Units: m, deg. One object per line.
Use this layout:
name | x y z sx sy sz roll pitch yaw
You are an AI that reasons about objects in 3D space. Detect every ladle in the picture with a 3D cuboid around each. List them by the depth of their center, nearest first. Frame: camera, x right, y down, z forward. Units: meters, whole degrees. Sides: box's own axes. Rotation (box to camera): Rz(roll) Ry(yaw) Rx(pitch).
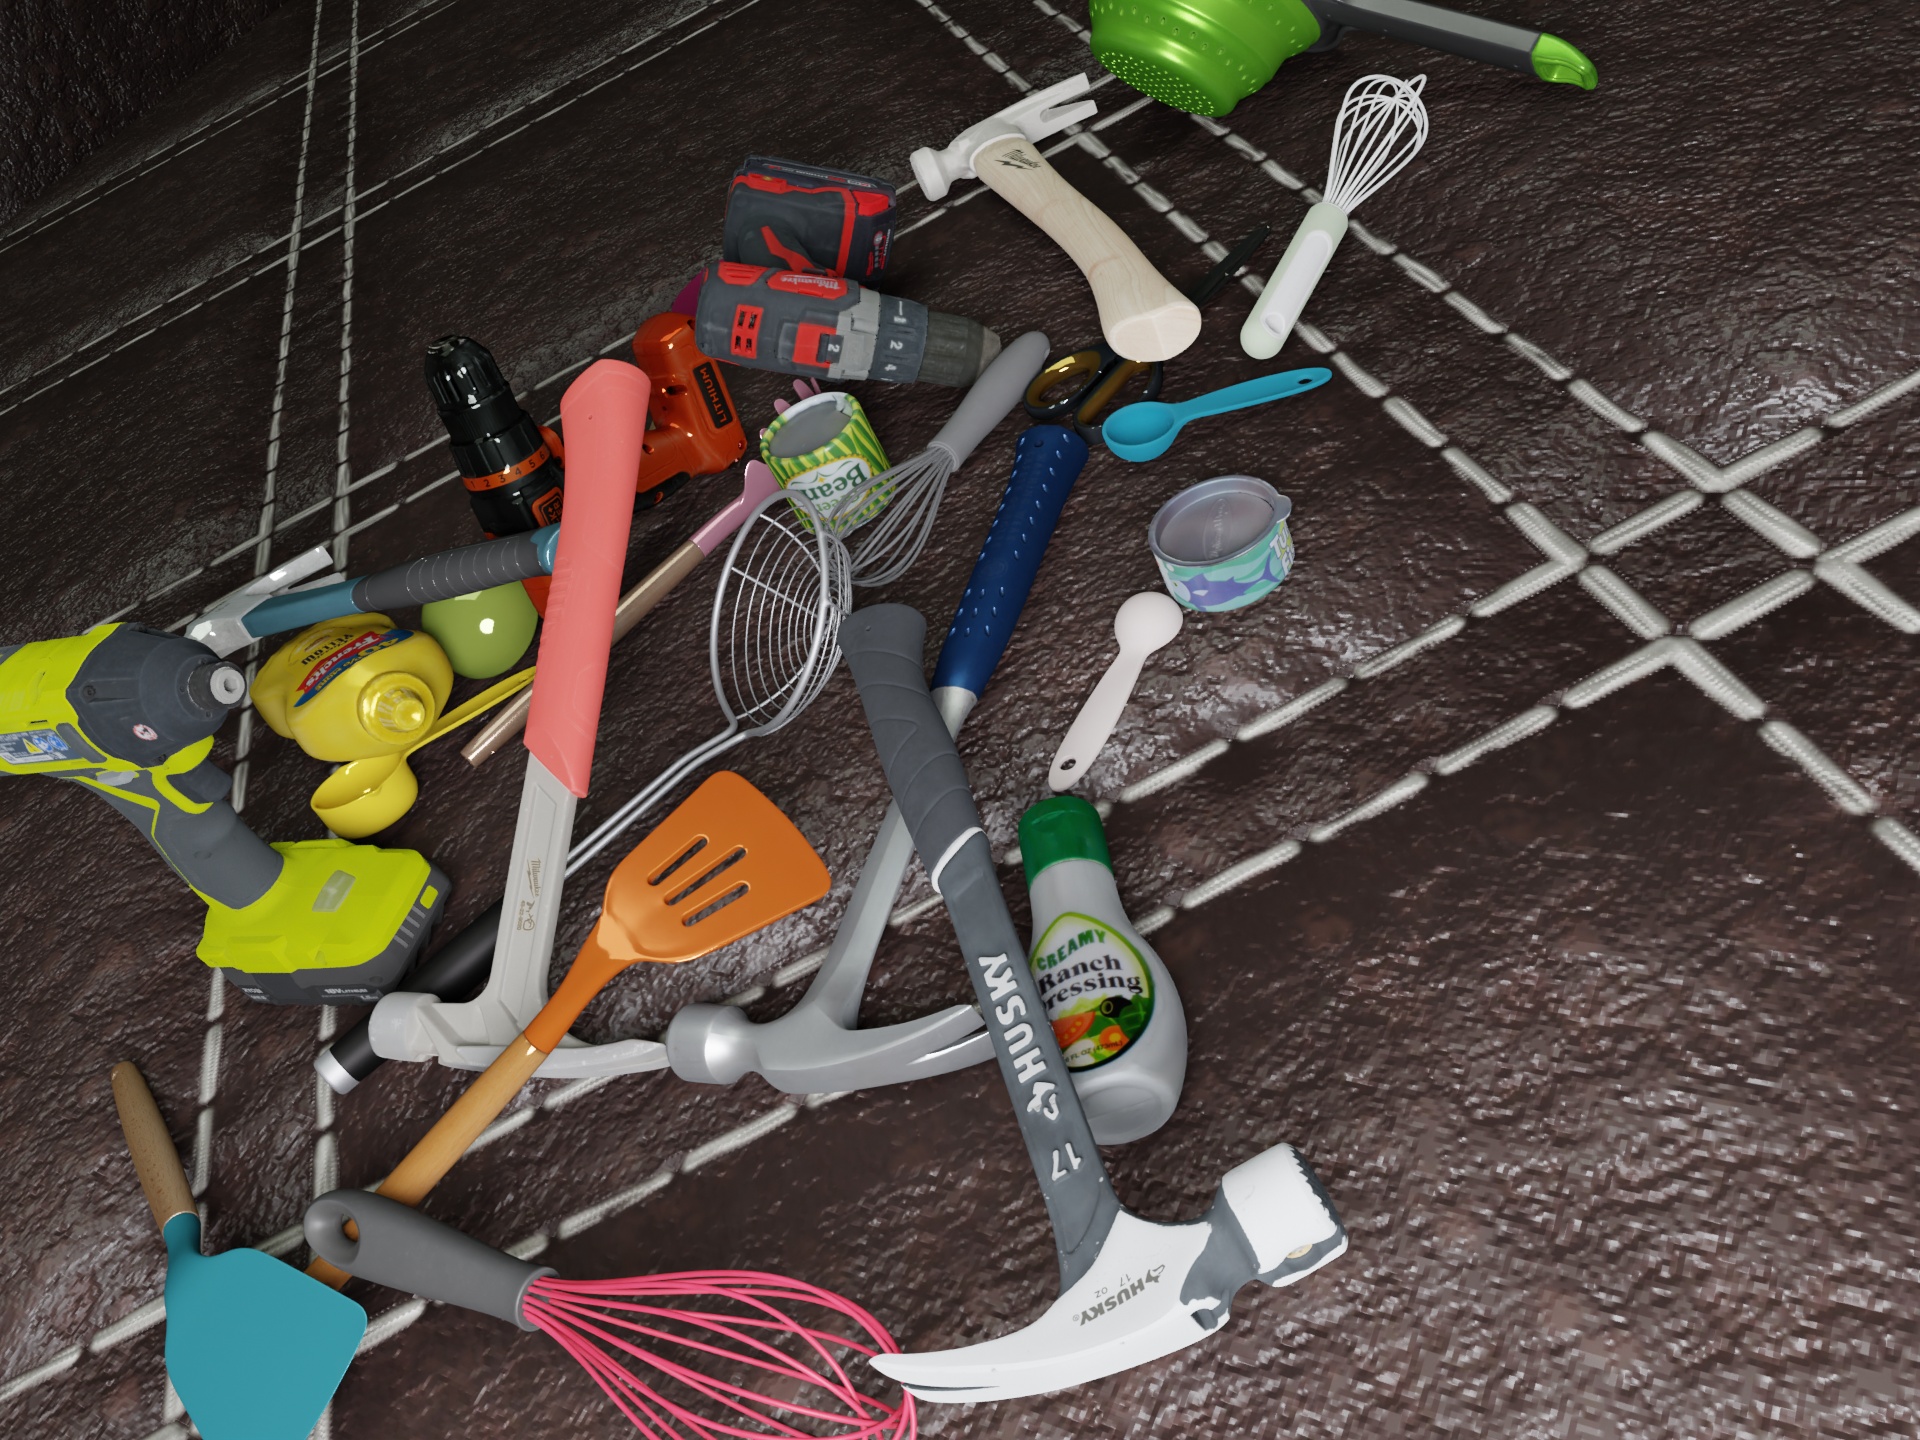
ladle | -0.277 -0.146 1.080 0.078 0.062 0.320 -8 38 20

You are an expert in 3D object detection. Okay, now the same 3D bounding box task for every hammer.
hammer | 0.001 0.072 0.625 0.149 0.036 0.409 -32 37 7
hammer | -0.001 -0.002 0.765 0.144 0.035 0.406 -3 47 28
hammer | -0.181 -0.012 0.767 0.149 0.036 0.359 -1 69 17
hammer | -0.338 -0.076 0.932 0.331 0.033 0.128 -8 30 30
hammer | 0.079 -0.337 1.052 0.146 0.038 0.411 -26 37 2

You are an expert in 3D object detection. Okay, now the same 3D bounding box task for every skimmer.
skimmer | -0.191 0.031 0.796 0.363 0.090 0.127 -43 32 -15

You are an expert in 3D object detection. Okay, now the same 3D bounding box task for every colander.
colander | 0.216 -0.445 1.053 0.397 0.204 0.094 31 102 30

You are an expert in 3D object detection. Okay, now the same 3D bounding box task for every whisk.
whisk | -0.140 0.217 0.584 0.296 0.073 0.073 6 51 30
whisk | -0.010 -0.157 0.925 0.055 0.055 0.239 9 50 37
whisk | 0.222 -0.302 0.942 0.246 0.057 0.059 -59 14 -25

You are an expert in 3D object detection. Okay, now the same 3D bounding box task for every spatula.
spatula | -0.190 0.156 0.675 0.322 0.041 0.081 -48 63 1
spatula | -0.349 0.224 0.724 0.318 0.044 0.082 21 78 53

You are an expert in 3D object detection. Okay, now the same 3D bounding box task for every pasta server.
pasta server | -0.185 -0.091 0.963 0.040 0.060 0.316 43 74 4

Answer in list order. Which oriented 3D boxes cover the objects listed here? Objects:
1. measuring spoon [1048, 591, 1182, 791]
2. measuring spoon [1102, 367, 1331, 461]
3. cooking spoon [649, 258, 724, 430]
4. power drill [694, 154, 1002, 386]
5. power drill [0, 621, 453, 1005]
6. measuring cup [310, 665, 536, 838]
measuring spoon | 0.070 -0.018 0.753 0.034 0.018 0.124 8 53 35
measuring spoon | 0.142 -0.167 0.873 0.128 0.021 0.042 -15 42 2
cooking spoon | -0.200 -0.254 1.157 0.069 0.017 0.319 -13 42 20
power drill | -0.074 -0.285 1.039 0.188 0.080 0.227 7 35 -11
power drill | -0.359 0.046 0.776 0.171 0.223 0.080 -4 46 27
measuring cup | -0.305 0.018 0.936 0.156 0.029 0.062 -37 32 -28
